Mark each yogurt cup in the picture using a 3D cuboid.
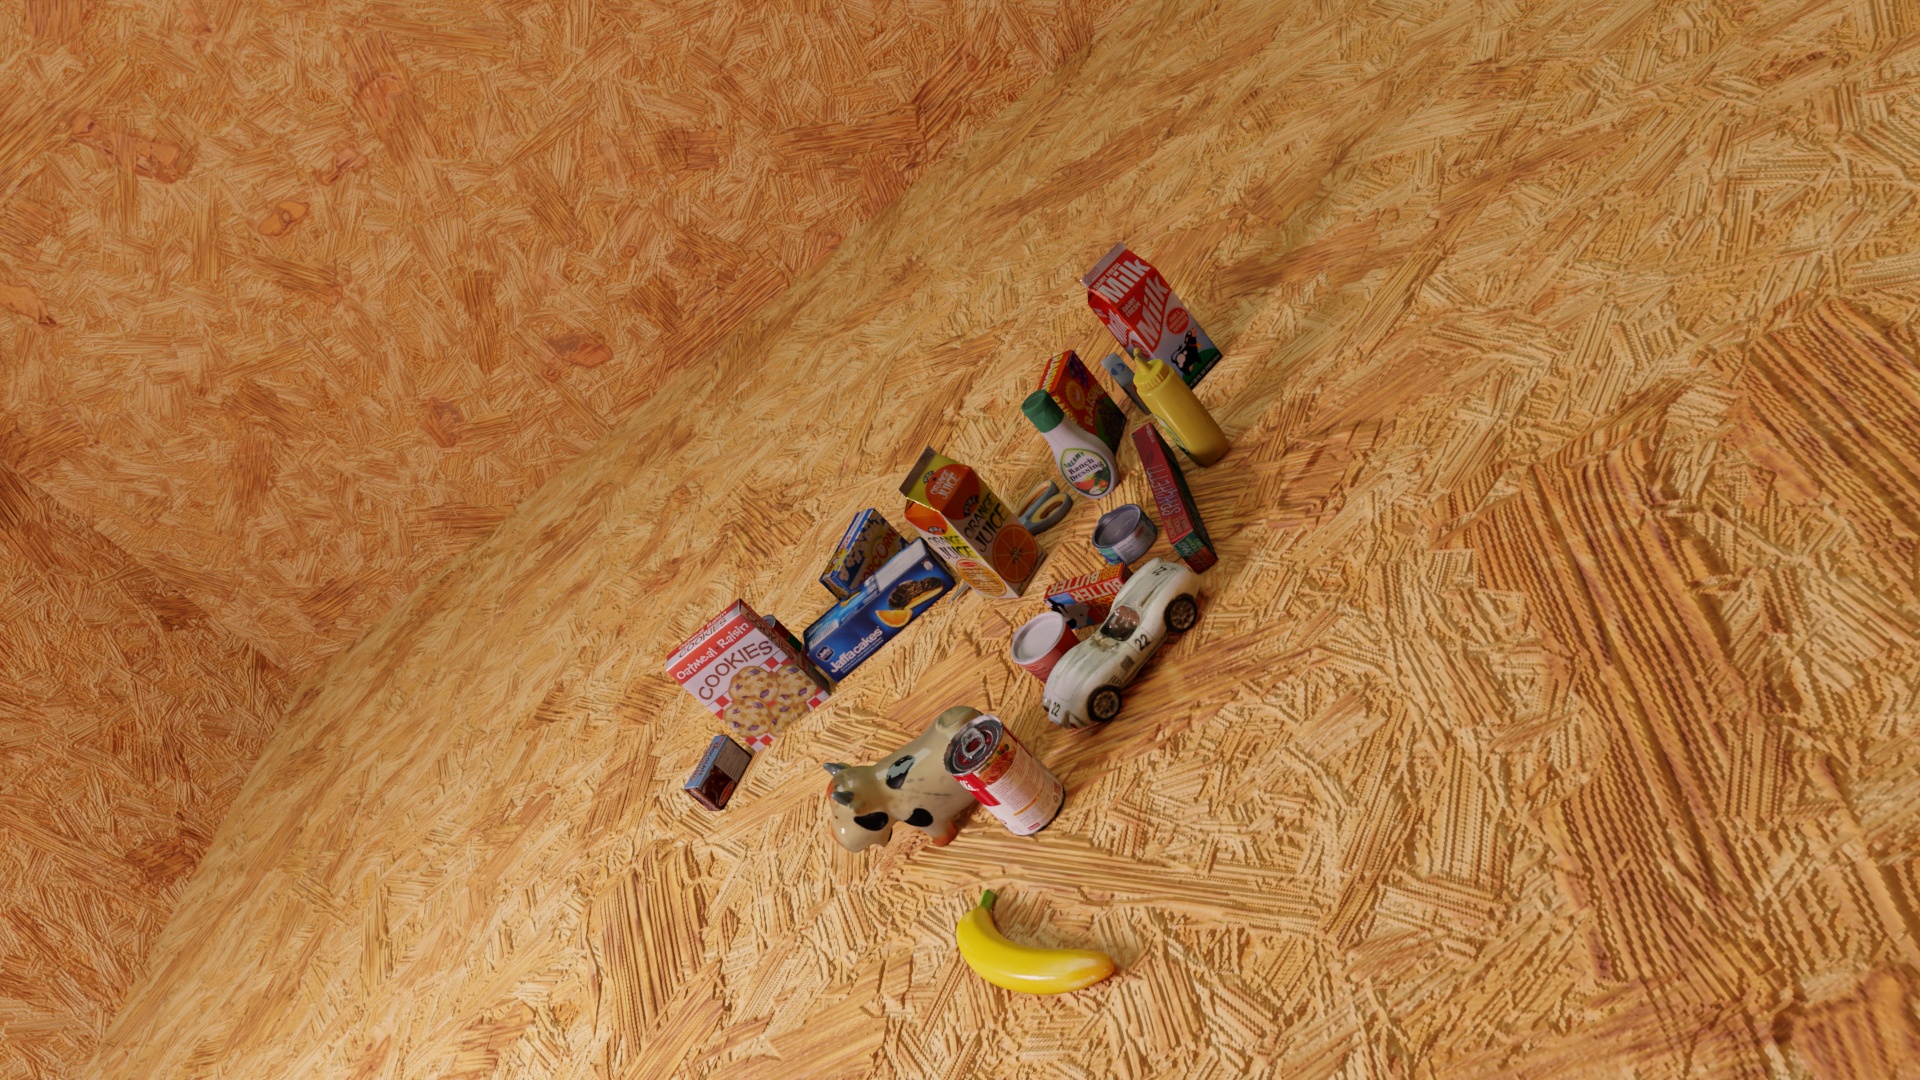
[{"bbox_3d":[0.094,0.115,1.430,0.072,0.054,0.073,-33,27,20],"label":"yogurt cup"}]

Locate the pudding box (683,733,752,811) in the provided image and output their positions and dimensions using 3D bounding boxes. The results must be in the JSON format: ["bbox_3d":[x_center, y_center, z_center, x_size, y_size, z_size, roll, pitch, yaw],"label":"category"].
[{"bbox_3d":[-0.301,0.288,1.725,0.030,0.049,0.084,-17,36,43],"label":"pudding box"}]

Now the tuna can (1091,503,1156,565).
[{"bbox_3d":[0.178,-0.006,1.521,0.071,0.032,0.071,-33,27,20],"label":"tuna can"}]

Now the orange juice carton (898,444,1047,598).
[{"bbox_3d":[0.006,-0.020,1.601,0.073,0.192,0.072,-5,45,52],"label":"orange juice carton"}]

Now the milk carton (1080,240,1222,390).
[{"bbox_3d":[0.224,-0.268,1.676,0.072,0.190,0.073,-46,26,-7],"label":"milk carton"}]

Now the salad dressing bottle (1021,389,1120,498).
[{"bbox_3d":[0.128,-0.113,1.623,0.064,0.147,0.044,-29,29,26],"label":"salad dressing bottle"}]

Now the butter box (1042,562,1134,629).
[{"bbox_3d":[0.142,0.059,1.448,0.103,0.053,0.024,-20,34,39],"label":"butter box"}]

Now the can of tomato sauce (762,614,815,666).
[{"bbox_3d":[-0.239,0.149,1.813,0.071,0.083,0.071,-33,27,20],"label":"can of tomato sauce"}]

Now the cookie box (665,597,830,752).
[{"bbox_3d":[-0.262,0.167,1.720,0.123,0.167,0.040,-38,26,10],"label":"cookie box"}]

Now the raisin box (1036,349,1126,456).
[{"bbox_3d":[0.147,-0.159,1.695,0.040,0.123,0.086,-21,33,38],"label":"raisin box"}]

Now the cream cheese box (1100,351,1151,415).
[{"bbox_3d":[0.212,-0.197,1.741,0.024,0.053,0.104,-39,26,8],"label":"cream cheese box"}]

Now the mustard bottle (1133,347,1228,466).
[{"bbox_3d":[0.232,-0.151,1.520,0.049,0.160,0.065,-41,26,4],"label":"mustard bottle"}]

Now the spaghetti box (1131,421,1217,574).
[{"bbox_3d":[0.228,-0.050,1.498,0.028,0.050,0.251,-35,27,16],"label":"spaghetti box"}]

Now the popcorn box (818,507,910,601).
[{"bbox_3d":[-0.123,0.031,1.828,0.038,0.085,0.127,-17,36,43],"label":"popcorn box"}]
